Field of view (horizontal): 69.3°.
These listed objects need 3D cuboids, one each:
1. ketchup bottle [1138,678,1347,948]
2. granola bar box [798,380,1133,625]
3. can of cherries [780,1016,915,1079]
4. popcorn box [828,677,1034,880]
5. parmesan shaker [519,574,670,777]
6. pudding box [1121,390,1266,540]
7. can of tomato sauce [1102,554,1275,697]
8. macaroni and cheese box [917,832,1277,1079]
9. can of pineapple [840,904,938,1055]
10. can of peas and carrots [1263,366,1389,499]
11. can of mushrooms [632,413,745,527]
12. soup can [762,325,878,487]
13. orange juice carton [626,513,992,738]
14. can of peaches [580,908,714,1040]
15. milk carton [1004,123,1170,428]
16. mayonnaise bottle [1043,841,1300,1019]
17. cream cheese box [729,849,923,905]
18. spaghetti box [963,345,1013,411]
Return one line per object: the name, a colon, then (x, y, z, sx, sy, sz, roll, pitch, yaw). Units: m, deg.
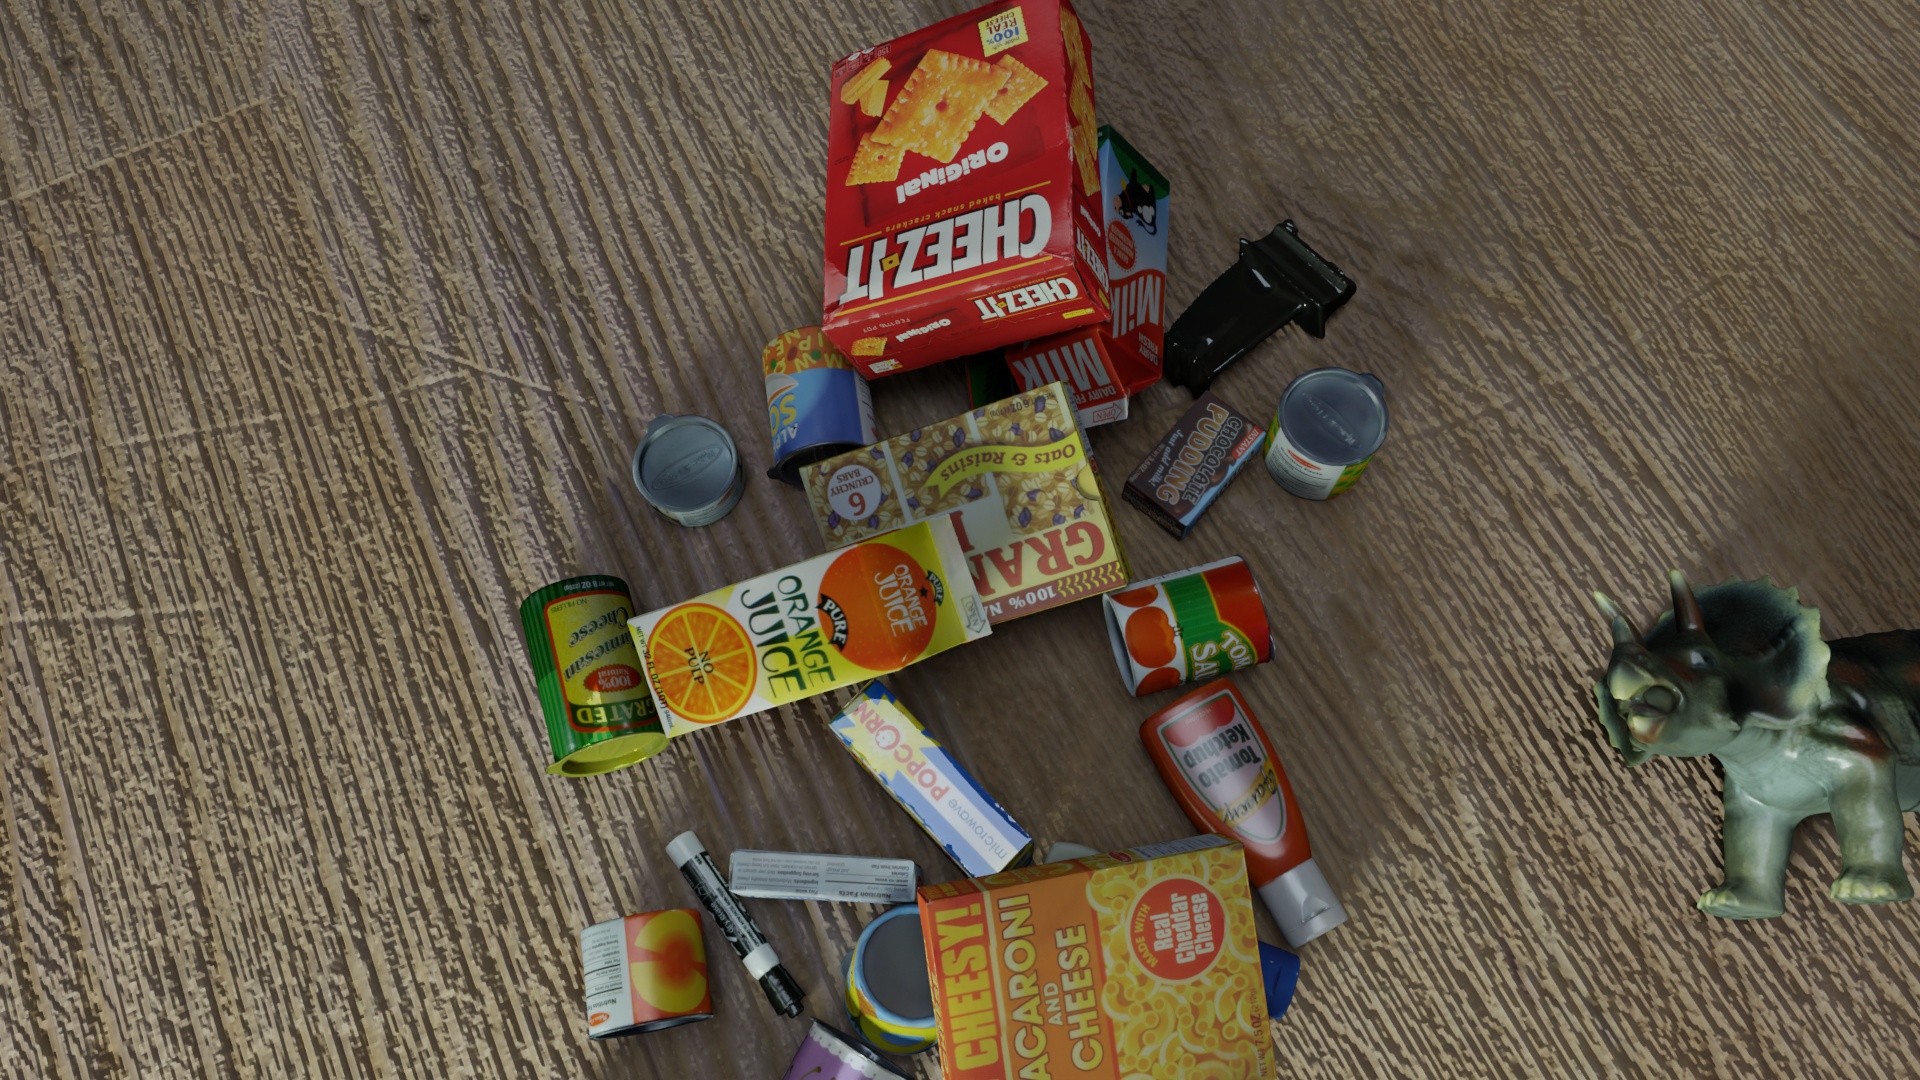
ketchup bottle: (0.164, 0.156, 0.789, 0.065, 0.043, 0.149, -27, 71, -8)
granola bar box: (0.003, -0.010, 0.816, 0.165, 0.039, 0.124, -18, 93, 11)
can of cherries: (-0.066, 0.295, 0.734, 0.071, 0.071, 0.058, 28, 74, 12)
popcorn box: (-0.014, 0.141, 0.778, 0.038, 0.085, 0.127, -43, 74, -11)
parmesan shaker: (-0.219, 0.079, 0.817, 0.071, 0.071, 0.103, -19, 70, -5)
pudding box: (0.147, -0.047, 0.872, 0.050, 0.030, 0.084, 40, 76, 14)
can of tomato sauce: (0.133, 0.052, 0.816, 0.083, 0.071, 0.071, -15, 70, -3)
macaroni and cheese box: (0.069, 0.226, 0.707, 0.167, 0.040, 0.123, -7, 87, -12)
can of pineapple: (-0.030, 0.236, 0.749, 0.071, 0.057, 0.071, 5, 55, -8)
can of peas and carrots: (0.227, -0.067, 0.862, 0.071, 0.058, 0.071, 0, 69, 1)
can of mushrooms: (-0.172, -0.045, 0.881, 0.071, 0.033, 0.071, -1, 70, 2)
soup can: (-0.091, -0.083, 0.875, 0.071, 0.071, 0.084, -10, 69, -1)
orange juice carton: (-0.081, 0.046, 0.779, 0.192, 0.073, 0.071, -18, 92, 18)
can of peaches: (-0.170, 0.237, 0.760, 0.071, 0.071, 0.058, -11, 70, -2)
milk carton: (0.081, -0.155, 0.876, 0.072, 0.073, 0.191, -12, 62, 39)
mayonnaise bottle: (0.111, 0.219, 0.768, 0.148, 0.041, 0.065, 19, 73, 8)
cream cheese box: (-0.074, 0.189, 0.779, 0.104, 0.053, 0.024, 2, 72, 3)
spaghetti box: (0.014, -0.136, 0.899, 0.029, 0.050, 0.251, -5, 69, -1)
